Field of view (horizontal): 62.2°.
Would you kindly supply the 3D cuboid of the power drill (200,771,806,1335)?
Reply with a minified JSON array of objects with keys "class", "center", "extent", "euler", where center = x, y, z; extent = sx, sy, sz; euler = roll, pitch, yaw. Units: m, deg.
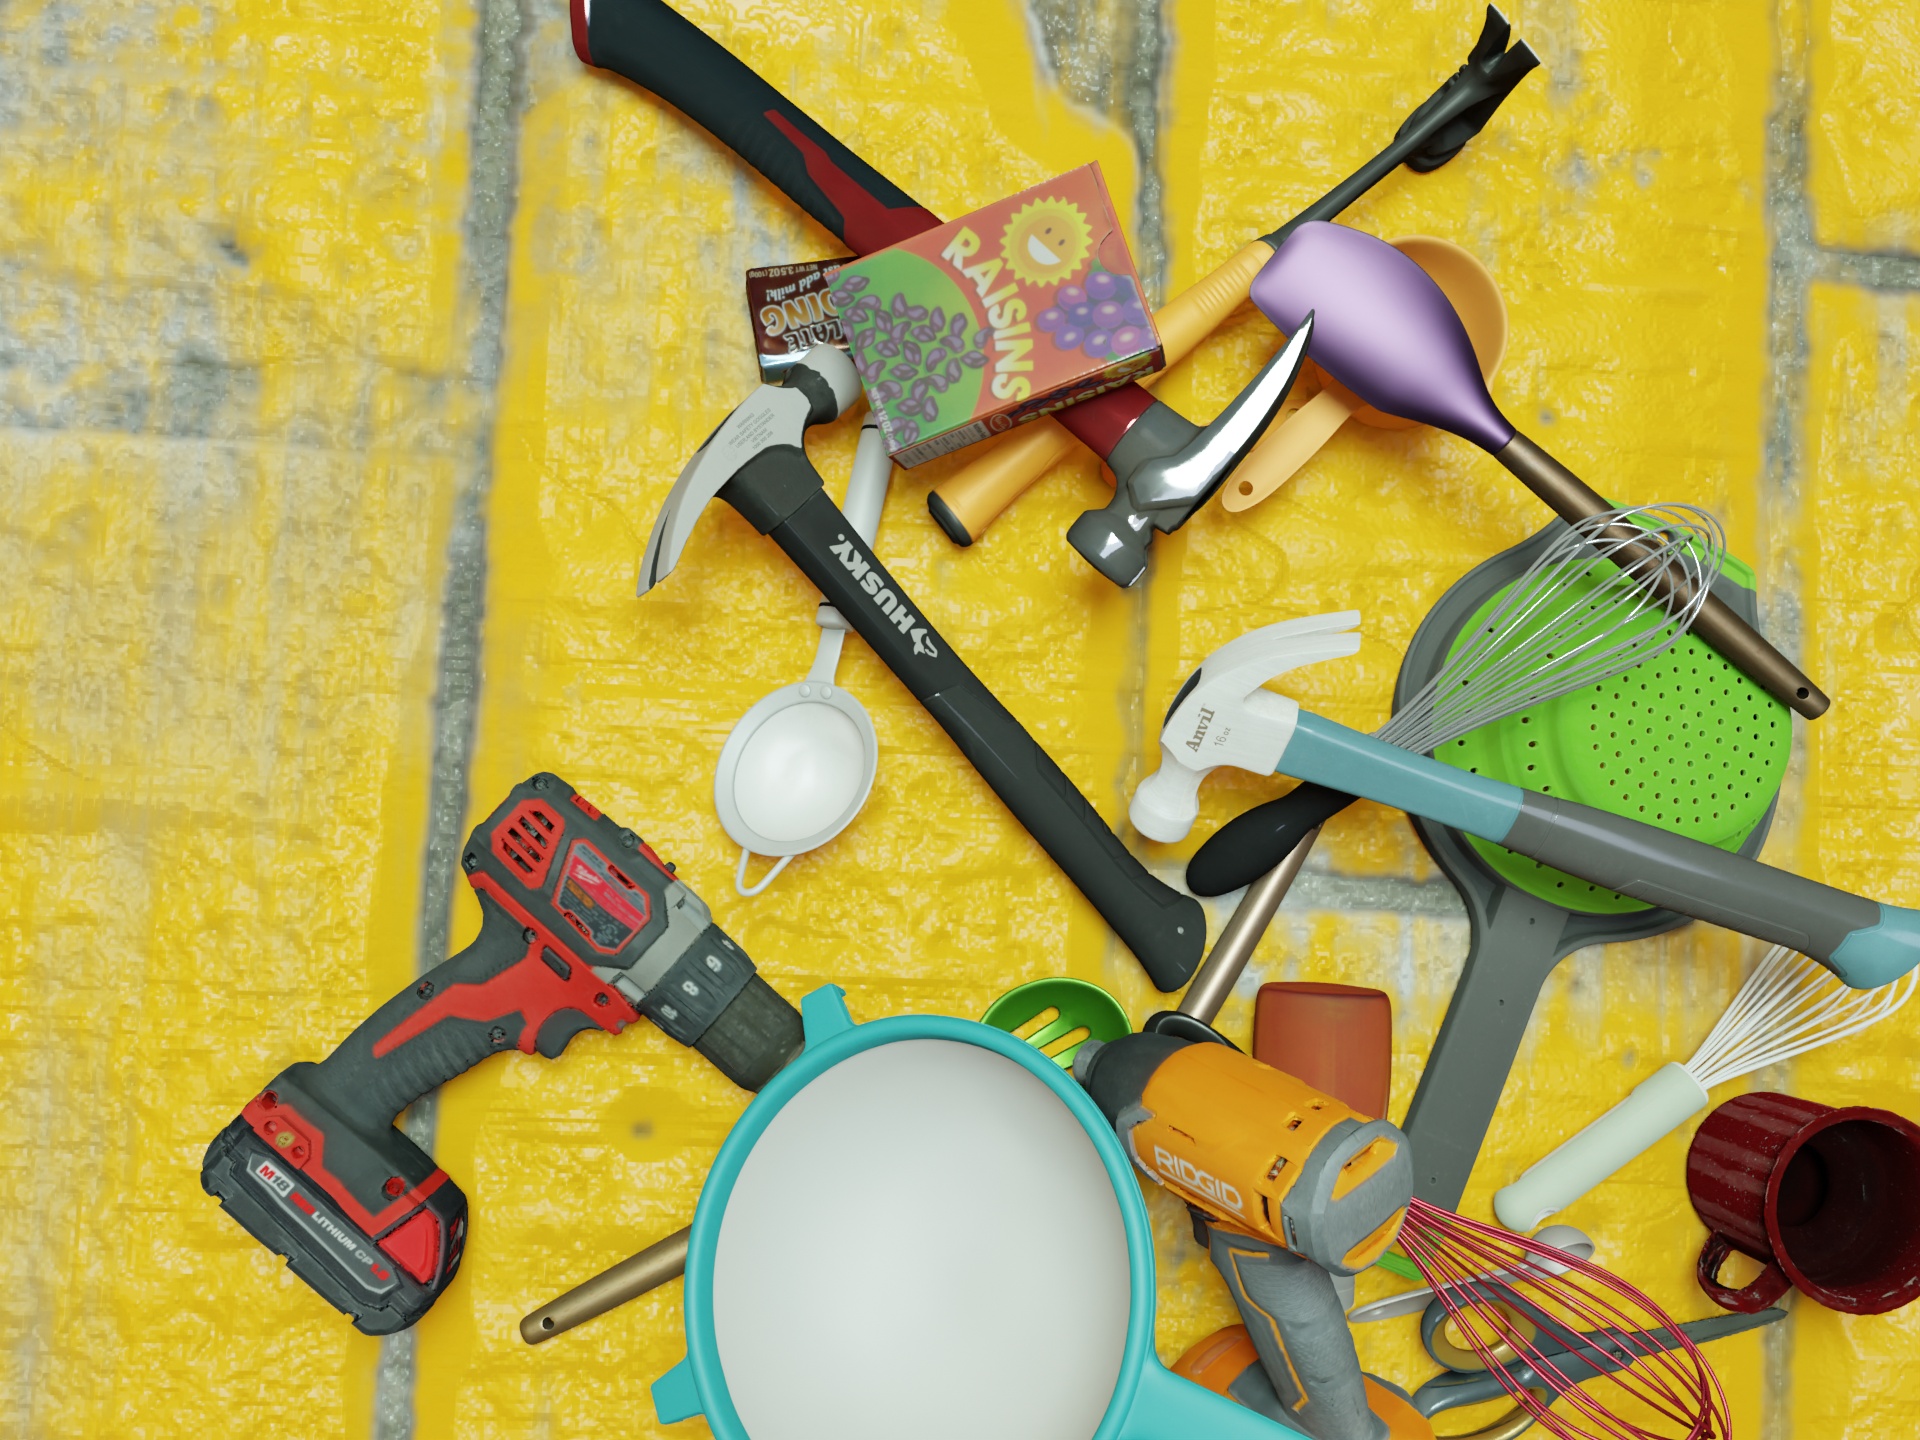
[{"class":"power drill","center":[-0.193,0.160,0.712],"extent":[0.188,0.080,0.227],"euler":[42,81,-2]}]

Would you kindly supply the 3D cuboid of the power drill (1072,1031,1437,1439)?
[{"class":"power drill","center":[0.121,0.240,0.683],"extent":[0.084,0.164,0.226],"euler":[-26,115,-31]}]

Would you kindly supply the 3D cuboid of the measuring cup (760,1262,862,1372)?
[{"class":"measuring cup","center":[-0.038,0.298,0.732],"extent":[0.167,0.038,0.083],"euler":[17,85,-2]}]

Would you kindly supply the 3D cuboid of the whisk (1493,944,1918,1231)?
[{"class":"whisk","center":[0.362,0.172,0.778],"extent":[0.246,0.057,0.059],"euler":[-35,56,-3]}]

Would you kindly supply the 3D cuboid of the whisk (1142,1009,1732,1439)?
[{"class":"whisk","center":[0.202,0.223,0.698],"extent":[0.296,0.073,0.073],"euler":[36,84,14]}]

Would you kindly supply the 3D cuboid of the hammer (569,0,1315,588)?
[{"class":"hammer","center":[-0.024,-0.236,0.723],"extent":[0.386,0.038,0.143],"euler":[42,97,10]}]

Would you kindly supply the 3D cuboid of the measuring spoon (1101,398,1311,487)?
[{"class":"measuring spoon","center":[0.126,-0.139,0.788],"extent":[0.117,0.011,0.021],"euler":[-17,88,-6]}]

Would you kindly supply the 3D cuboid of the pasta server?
[{"class":"pasta server","center":[0.097,0.173,0.754],"extent":[0.060,0.040,0.316],"euler":[35,82,-23]}]

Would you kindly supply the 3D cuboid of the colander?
[{"class":"colander","center":[0.287,0.080,0.747],"extent":[0.204,0.094,0.397],"euler":[23,85,-3]}]

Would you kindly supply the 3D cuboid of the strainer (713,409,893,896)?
[{"class":"strainer","center":[-0.058,-0.040,0.752],"extent":[0.087,0.050,0.258],"euler":[7,79,28]}]

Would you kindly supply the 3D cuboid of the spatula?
[{"class":"spatula","center":[0.262,-0.108,0.703],"extent":[0.316,0.018,0.060],"euler":[41,101,0]}]

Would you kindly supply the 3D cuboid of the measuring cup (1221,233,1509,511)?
[{"class":"measuring cup","center":[0.186,-0.158,0.776],"extent":[0.173,0.052,0.095],"euler":[-43,91,-4]}]

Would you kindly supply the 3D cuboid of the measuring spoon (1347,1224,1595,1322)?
[{"class":"measuring spoon","center":[0.245,0.267,0.771],"extent":[0.124,0.034,0.018],"euler":[-16,47,-1]}]

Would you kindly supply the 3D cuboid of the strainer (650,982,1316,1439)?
[{"class":"strainer","center":[0.049,0.251,0.637],"extent":[0.340,0.095,0.211],"euler":[16,80,30]}]

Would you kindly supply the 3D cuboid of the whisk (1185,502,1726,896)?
[{"class":"whisk","center":[0.211,0.000,0.713],"extent":[0.284,0.070,0.070],"euler":[-40,91,26]}]

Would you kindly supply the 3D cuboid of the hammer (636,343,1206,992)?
[{"class":"hammer","center":[-0.001,-0.002,0.721],"extent":[0.334,0.035,0.146],"euler":[49,56,-12]}]

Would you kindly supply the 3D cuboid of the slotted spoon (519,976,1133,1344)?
[{"class":"slotted spoon","center":[-0.062,0.210,0.743],"extent":[0.314,0.031,0.070],"euler":[-27,83,-4]}]

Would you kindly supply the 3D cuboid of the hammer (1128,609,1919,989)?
[{"class":"hammer","center":[0.248,0.046,0.683],"extent":[0.331,0.033,0.128],"euler":[19,125,1]}]

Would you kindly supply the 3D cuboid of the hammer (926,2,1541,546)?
[{"class":"hammer","center":[0.121,-0.199,0.748],"extent":[0.337,0.127,0.034],"euler":[-39,90,0]}]
